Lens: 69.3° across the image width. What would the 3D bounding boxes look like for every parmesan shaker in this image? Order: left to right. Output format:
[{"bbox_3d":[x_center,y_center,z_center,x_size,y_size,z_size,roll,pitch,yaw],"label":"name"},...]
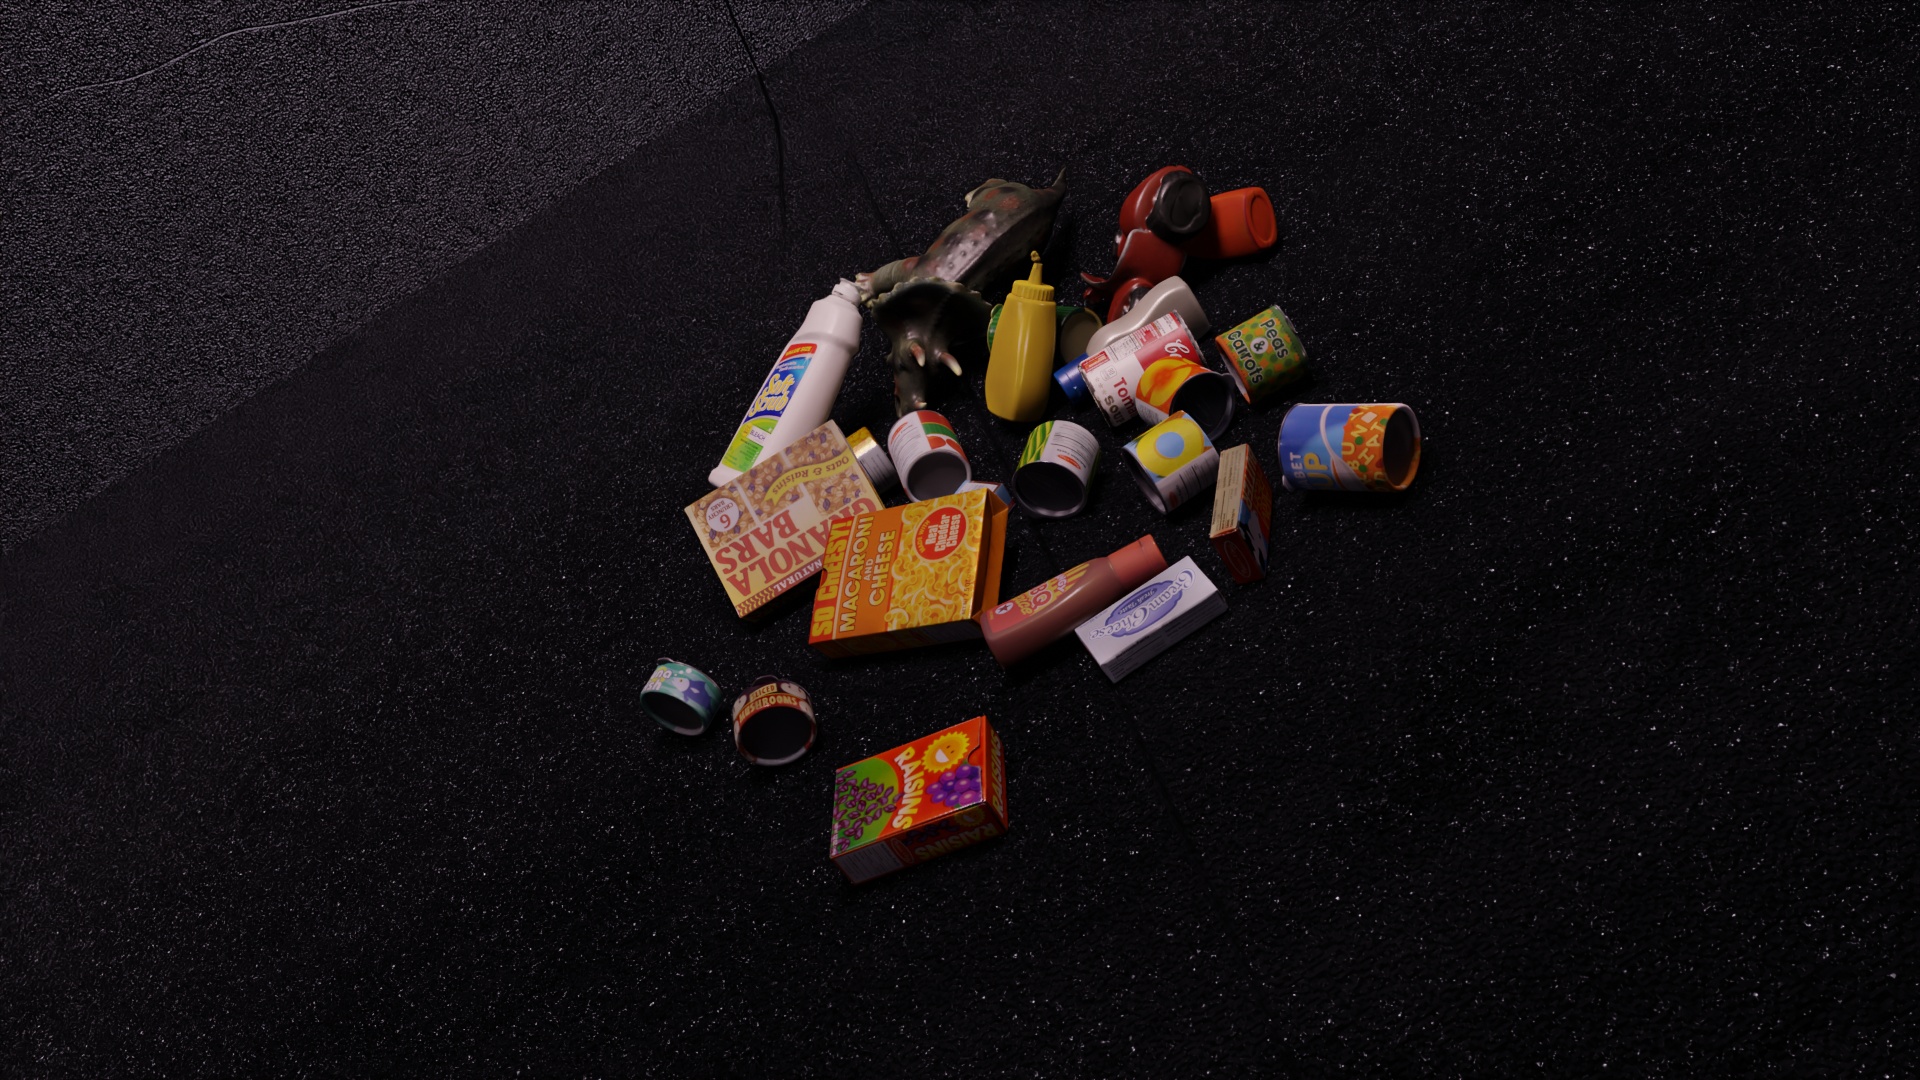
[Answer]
[{"bbox_3d":[0.083,-0.203,1.384,0.103,0.071,0.071,14,55,49],"label":"parmesan shaker"}]

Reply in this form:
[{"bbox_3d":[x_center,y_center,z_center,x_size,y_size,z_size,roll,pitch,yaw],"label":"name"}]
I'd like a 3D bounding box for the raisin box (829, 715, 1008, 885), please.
[{"bbox_3d":[-0.030,0.185,0.993,0.123,0.040,0.086,-22,33,15],"label":"raisin box"}]

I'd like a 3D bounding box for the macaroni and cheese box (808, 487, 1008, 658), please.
[{"bbox_3d":[-0.045,0.029,1.181,0.166,0.040,0.124,-11,57,31],"label":"macaroni and cheese box"}]

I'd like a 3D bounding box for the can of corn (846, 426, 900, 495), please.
[{"bbox_3d":[-0.101,-0.071,1.369,0.058,0.071,0.071,-34,32,-3],"label":"can of corn"}]

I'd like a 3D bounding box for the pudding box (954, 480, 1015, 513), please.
[{"bbox_3d":[0.004,-0.016,1.240,0.049,0.030,0.084,7,50,44],"label":"pudding box"}]

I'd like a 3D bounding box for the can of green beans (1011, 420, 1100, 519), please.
[{"bbox_3d":[0.083,-0.061,1.200,0.071,0.071,0.058,-11,38,31],"label":"can of green beans"}]

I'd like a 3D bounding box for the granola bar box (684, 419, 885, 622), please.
[{"bbox_3d":[-0.158,-0.018,1.309,0.165,0.039,0.124,-31,75,3],"label":"granola bar box"}]

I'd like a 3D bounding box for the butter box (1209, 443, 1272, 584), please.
[{"bbox_3d":[0.213,-0.021,1.049,0.024,0.053,0.104,-17,35,29],"label":"butter box"}]

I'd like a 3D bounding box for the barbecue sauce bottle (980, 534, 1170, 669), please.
[{"bbox_3d":[0.089,0.045,1.072,0.148,0.043,0.065,-28,17,7],"label":"barbecue sauce bottle"}]

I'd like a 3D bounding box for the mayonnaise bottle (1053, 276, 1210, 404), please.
[{"bbox_3d":[0.158,-0.183,1.306,0.148,0.064,0.041,-33,33,5],"label":"mayonnaise bottle"}]

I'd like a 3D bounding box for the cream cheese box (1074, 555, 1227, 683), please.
[{"bbox_3d":[0.141,0.058,1.030,0.104,0.024,0.053,-33,34,0],"label":"cream cheese box"}]

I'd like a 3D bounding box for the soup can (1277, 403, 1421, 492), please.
[{"bbox_3d":[0.289,-0.067,1.034,0.084,0.071,0.072,4,48,43],"label":"soup can"}]

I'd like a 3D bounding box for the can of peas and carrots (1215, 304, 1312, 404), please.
[{"bbox_3d":[0.257,-0.158,1.177,0.058,0.070,0.071,-29,32,8],"label":"can of peas and carrots"}]

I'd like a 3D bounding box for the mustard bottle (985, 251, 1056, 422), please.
[{"bbox_3d":[0.063,-0.194,1.321,0.049,0.159,0.065,-3,22,-32],"label":"mustard bottle"}]

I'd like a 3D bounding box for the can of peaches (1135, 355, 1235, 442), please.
[{"bbox_3d":[0.193,-0.121,1.186,0.071,0.071,0.058,-38,32,-8],"label":"can of peaches"}]

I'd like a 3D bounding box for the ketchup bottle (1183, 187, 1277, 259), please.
[{"bbox_3d":[0.248,-0.313,1.404,0.044,0.064,0.148,-29,18,-32],"label":"ketchup bottle"}]

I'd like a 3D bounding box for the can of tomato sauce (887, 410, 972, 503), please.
[{"bbox_3d":[-0.028,-0.076,1.317,0.071,0.071,0.083,-30,33,4],"label":"can of tomato sauce"}]

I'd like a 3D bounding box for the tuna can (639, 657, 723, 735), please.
[{"bbox_3d":[-0.245,0.137,1.211,0.071,0.071,0.033,-6,42,35],"label":"tuna can"}]

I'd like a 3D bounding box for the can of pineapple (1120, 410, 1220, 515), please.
[{"bbox_3d":[0.171,-0.065,1.128,0.058,0.070,0.071,-33,32,-2],"label":"can of pineapple"}]

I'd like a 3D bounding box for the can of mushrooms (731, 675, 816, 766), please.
[{"bbox_3d":[-0.150,0.146,1.119,0.071,0.070,0.033,-30,34,5],"label":"can of mushrooms"}]
